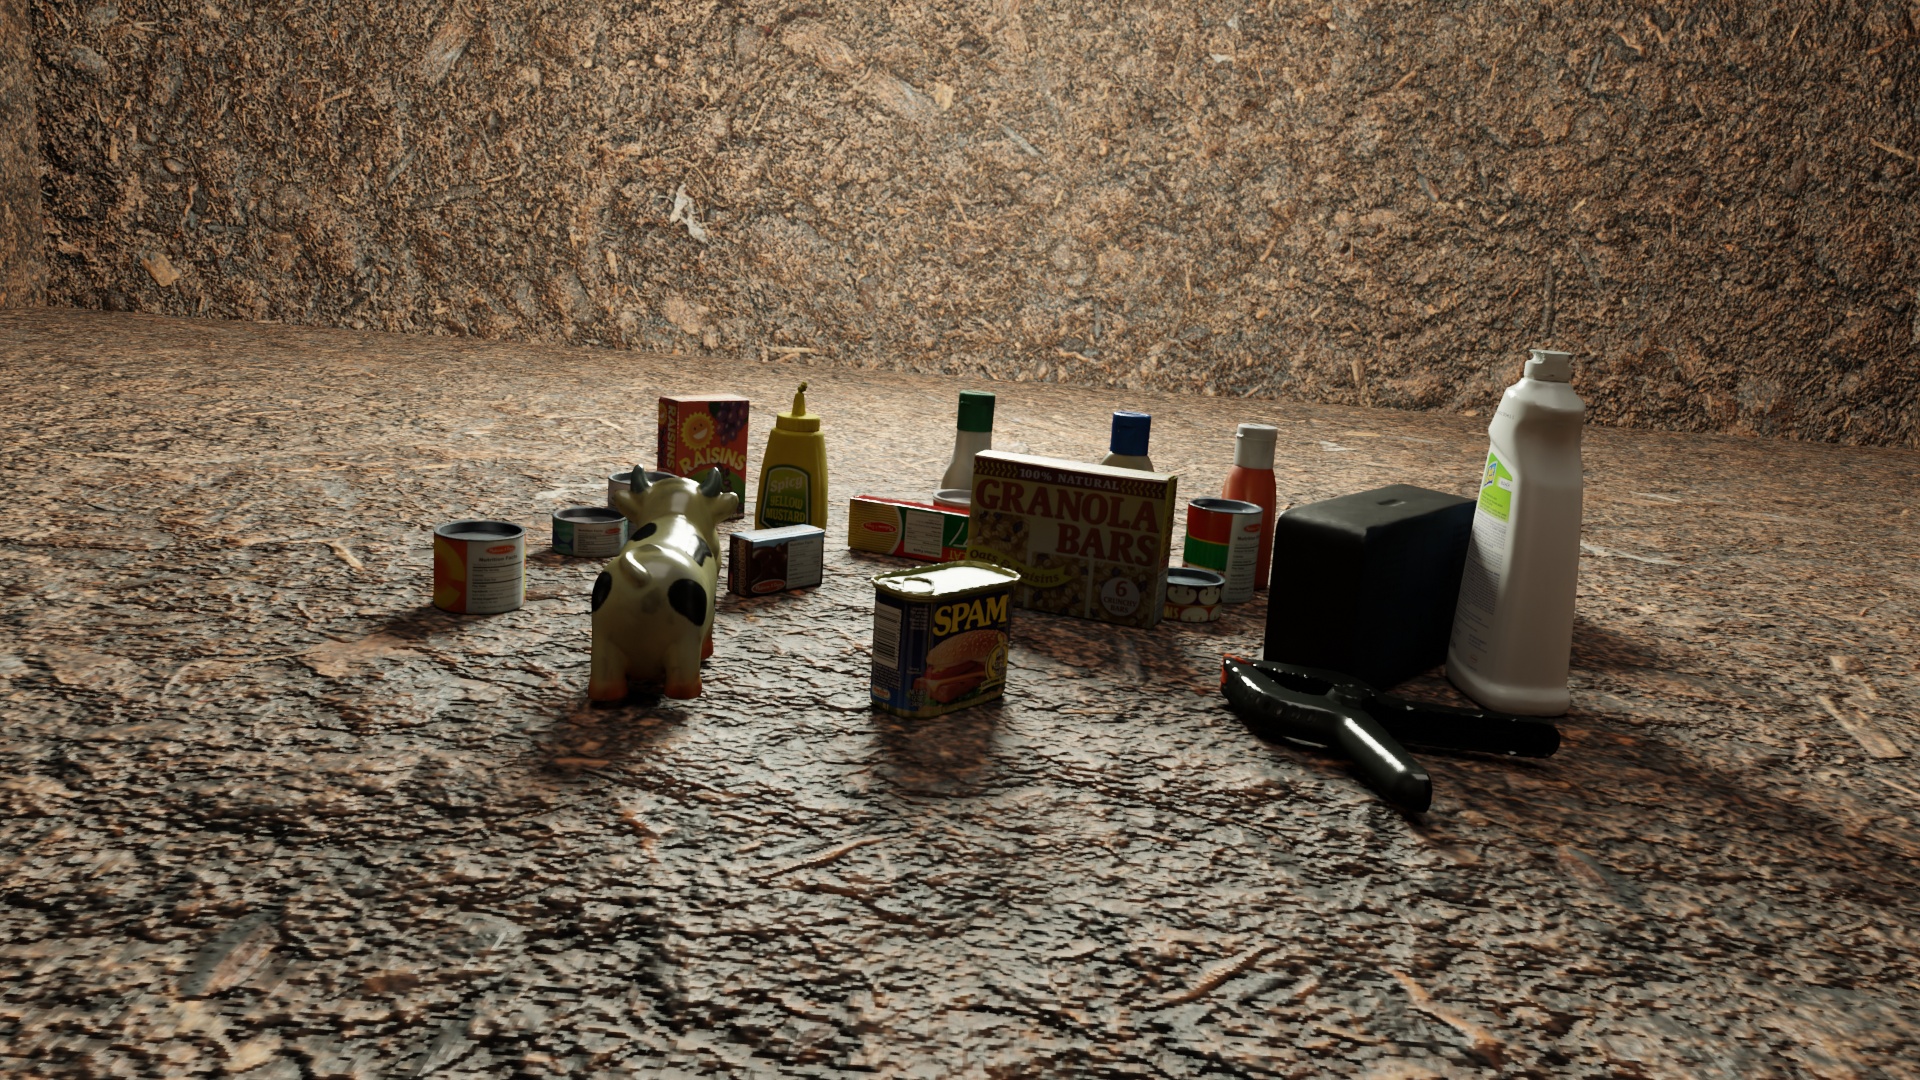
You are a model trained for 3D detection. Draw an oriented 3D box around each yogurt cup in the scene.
[{"bbox_3d":[0.005,-0.017,1.342,0.072,0.053,0.072,4,12,-1],"label":"yogurt cup"}]

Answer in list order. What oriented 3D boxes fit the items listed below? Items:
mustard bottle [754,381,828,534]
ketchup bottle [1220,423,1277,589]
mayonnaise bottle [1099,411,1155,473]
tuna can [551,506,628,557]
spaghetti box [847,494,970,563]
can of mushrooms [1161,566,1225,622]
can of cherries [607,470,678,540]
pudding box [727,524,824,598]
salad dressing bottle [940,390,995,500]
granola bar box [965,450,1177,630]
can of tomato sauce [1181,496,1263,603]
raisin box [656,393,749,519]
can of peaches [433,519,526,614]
[{"bbox_3d":[-0.151,-0.065,1.258,0.065,0.159,0.049,6,12,6],"label":"mustard bottle"},{"bbox_3d":[0.266,-0.033,1.287,0.043,0.148,0.065,0,13,-20],"label":"ketchup bottle"},{"bbox_3d":[0.154,-0.047,1.312,0.065,0.147,0.041,8,12,18],"label":"mayonnaise bottle"},{"bbox_3d":[-0.330,-0.008,1.234,0.071,0.032,0.071,4,12,-1],"label":"tuna can"},{"bbox_3d":[0.014,0.000,1.277,0.250,0.050,0.029,9,13,21],"label":"spaghetti box"},{"bbox_3d":[0.187,0.045,1.174,0.071,0.033,0.071,4,12,-1],"label":"can of mushrooms"},{"bbox_3d":[-0.293,-0.031,1.290,0.071,0.058,0.071,4,12,-1],"label":"can of cherries"},{"bbox_3d":[-0.152,0.016,1.150,0.030,0.049,0.084,14,16,39],"label":"pudding box"},{"bbox_3d":[0.012,-0.075,1.391,0.064,0.147,0.044,13,15,35],"label":"salad dressing bottle"},{"bbox_3d":[0.088,-0.002,1.144,0.165,0.124,0.039,9,13,19],"label":"granola bar box"},{"bbox_3d":[0.231,0.008,1.242,0.071,0.083,0.071,4,12,-1],"label":"can of tomato sauce"},{"bbox_3d":[-0.257,-0.082,1.385,0.086,0.123,0.040,-6,16,-42],"label":"raisin box"},{"bbox_3d":[-0.361,0.019,1.042,0.071,0.058,0.071,4,12,-1],"label":"can of peaches"}]
